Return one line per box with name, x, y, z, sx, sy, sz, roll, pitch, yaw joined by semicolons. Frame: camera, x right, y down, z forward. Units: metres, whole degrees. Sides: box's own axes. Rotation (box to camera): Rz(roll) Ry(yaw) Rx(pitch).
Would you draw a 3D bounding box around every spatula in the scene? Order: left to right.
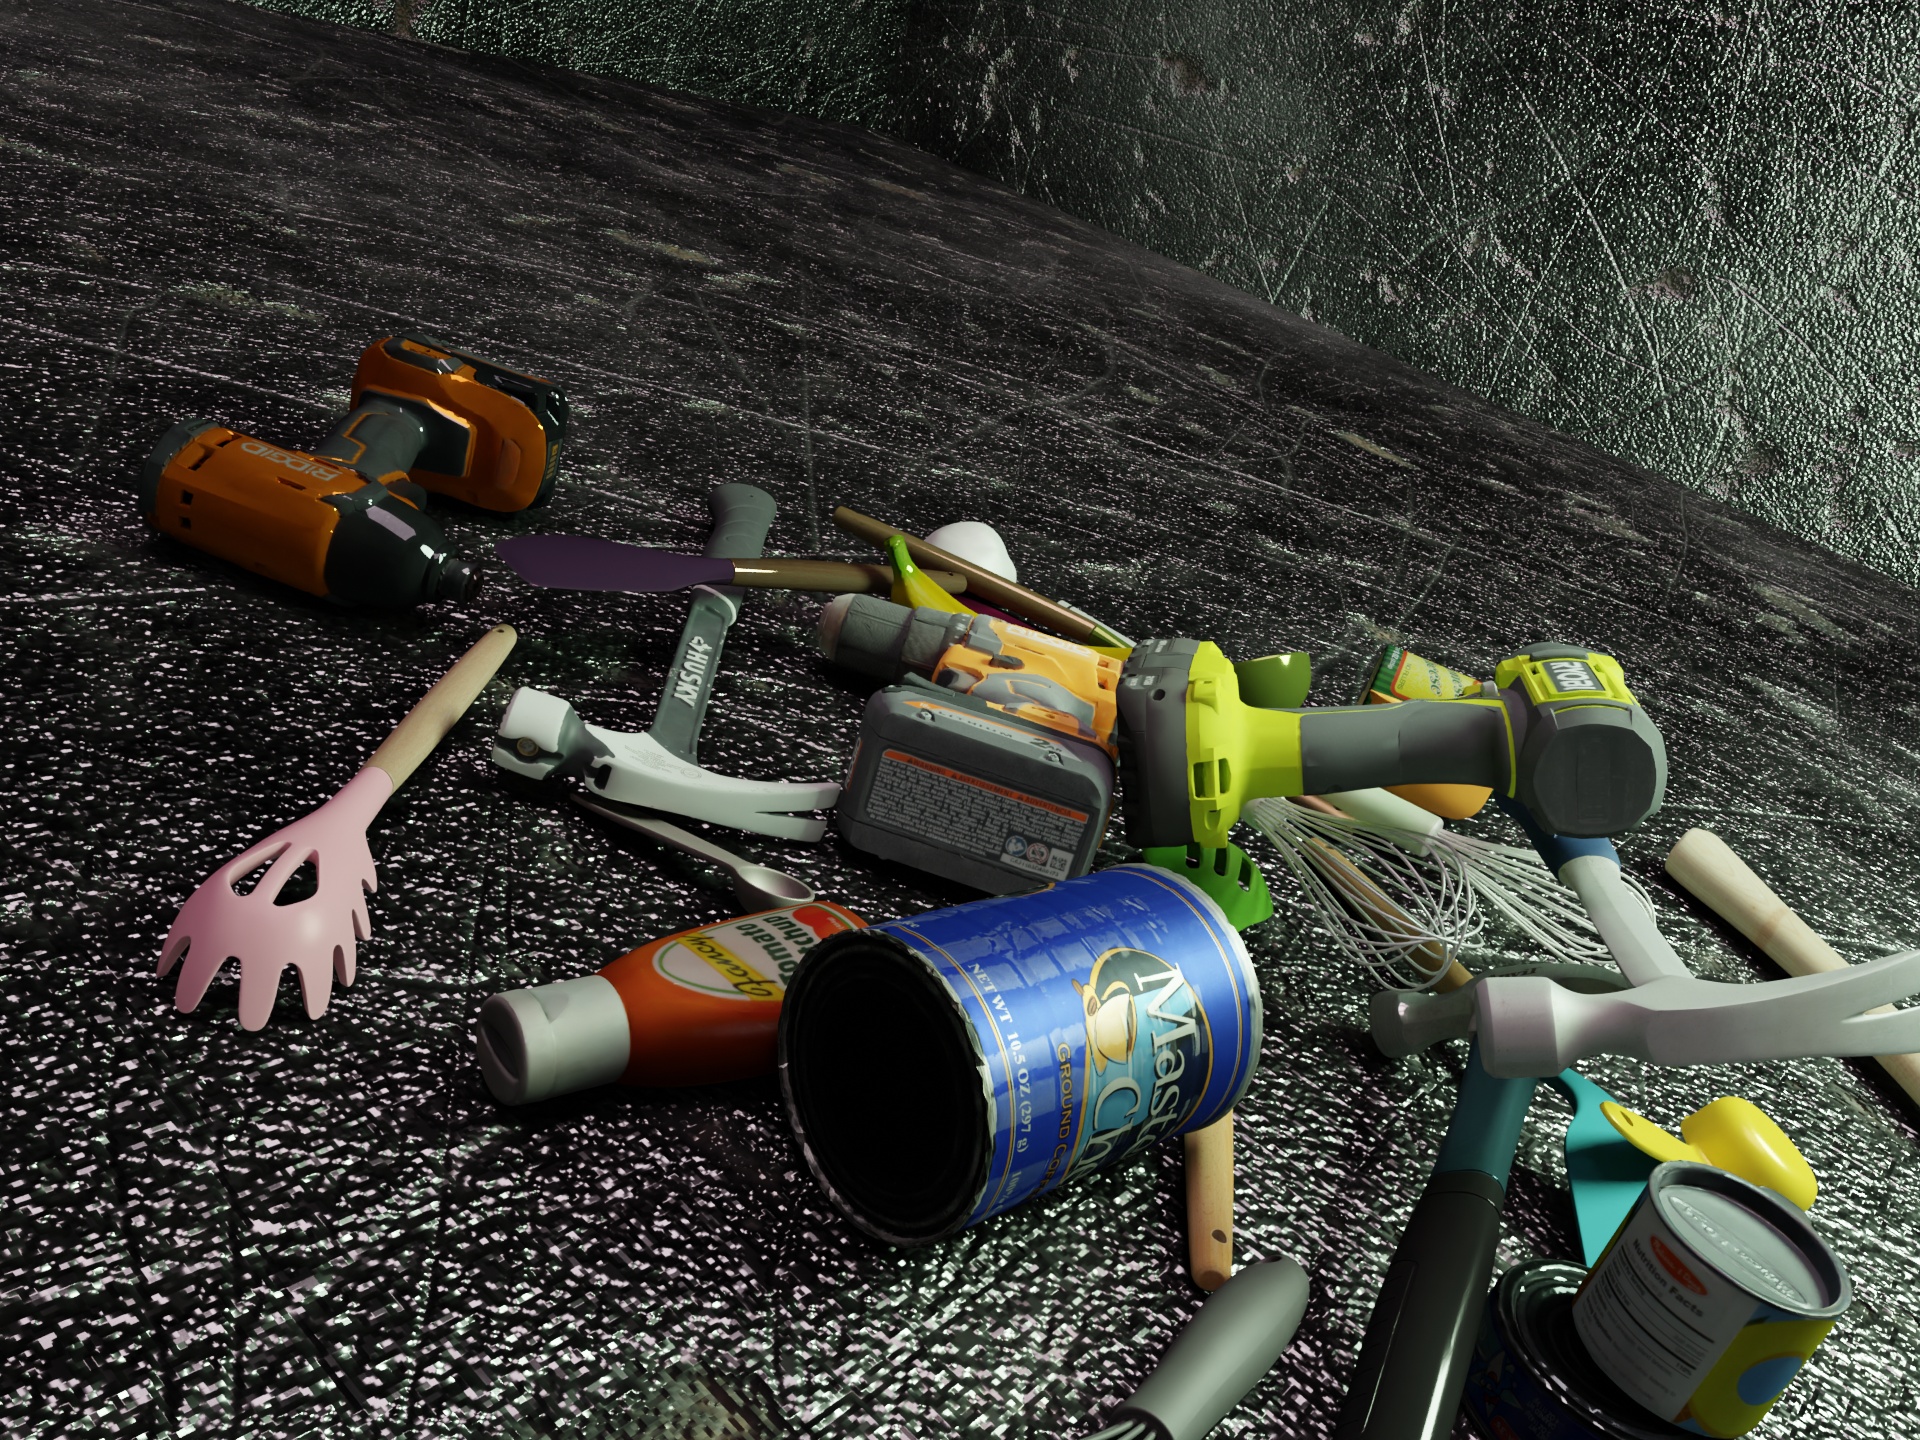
spatula;-0.110;-0.082;0.876;0.315;0.018;0.060;-2;33;-46
spatula;0.237;0.144;0.739;0.082;0.044;0.318;9;22;-23

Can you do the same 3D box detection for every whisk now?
whisk;0.050;0.206;0.450;0.055;0.055;0.239;32;22;25
whisk;0.167;0.053;0.795;0.070;0.070;0.285;10;13;-20
whisk;0.274;0.070;0.900;0.246;0.058;0.059;28;-9;26

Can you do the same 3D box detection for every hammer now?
hammer;-0.131;-0.054;0.861;0.149;0.036;0.409;19;23;-10
hammer;0.173;0.175;0.560;0.128;0.033;0.331;-18;12;33
hammer;0.287;0.071;0.704;0.144;0.035;0.405;-4;8;13
hammer;0.511;0.180;0.847;0.146;0.038;0.411;14;25;-15

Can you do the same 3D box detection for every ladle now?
ladle;0.064;-0.076;0.990;0.320;0.062;0.078;26;1;14

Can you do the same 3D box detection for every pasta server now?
pasta server;-0.231;0.022;0.649;0.060;0.040;0.316;17;21;-6

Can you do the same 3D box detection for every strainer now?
strainer;0.061;-0.074;1.044;0.258;0.050;0.087;32;13;19

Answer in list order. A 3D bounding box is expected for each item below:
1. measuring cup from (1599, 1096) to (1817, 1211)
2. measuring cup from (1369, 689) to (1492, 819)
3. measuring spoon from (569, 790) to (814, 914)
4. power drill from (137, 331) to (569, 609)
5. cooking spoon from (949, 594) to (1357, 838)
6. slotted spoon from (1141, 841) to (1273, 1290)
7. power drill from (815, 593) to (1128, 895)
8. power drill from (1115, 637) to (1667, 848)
measuring cup;0.310;0.173;0.659;0.156;0.029;0.062;27;27;-39
measuring cup;0.266;0.026;0.930;0.095;0.052;0.173;27;13;20
measuring spoon;-0.117;0.058;0.671;0.124;0.018;0.034;22;8;21
power drill;-0.295;-0.129;0.849;0.164;0.084;0.227;21;29;2
cooking spoon;0.096;-0.012;0.963;0.319;0.017;0.068;31;17;24
slotted spoon;0.107;0.124;0.680;0.070;0.031;0.314;22;26;-2
power drill;-0.001;-0.003;0.804;0.185;0.084;0.226;18;21;3
power drill;0.191;0.004;0.735;0.223;0.080;0.171;-2;16;13
